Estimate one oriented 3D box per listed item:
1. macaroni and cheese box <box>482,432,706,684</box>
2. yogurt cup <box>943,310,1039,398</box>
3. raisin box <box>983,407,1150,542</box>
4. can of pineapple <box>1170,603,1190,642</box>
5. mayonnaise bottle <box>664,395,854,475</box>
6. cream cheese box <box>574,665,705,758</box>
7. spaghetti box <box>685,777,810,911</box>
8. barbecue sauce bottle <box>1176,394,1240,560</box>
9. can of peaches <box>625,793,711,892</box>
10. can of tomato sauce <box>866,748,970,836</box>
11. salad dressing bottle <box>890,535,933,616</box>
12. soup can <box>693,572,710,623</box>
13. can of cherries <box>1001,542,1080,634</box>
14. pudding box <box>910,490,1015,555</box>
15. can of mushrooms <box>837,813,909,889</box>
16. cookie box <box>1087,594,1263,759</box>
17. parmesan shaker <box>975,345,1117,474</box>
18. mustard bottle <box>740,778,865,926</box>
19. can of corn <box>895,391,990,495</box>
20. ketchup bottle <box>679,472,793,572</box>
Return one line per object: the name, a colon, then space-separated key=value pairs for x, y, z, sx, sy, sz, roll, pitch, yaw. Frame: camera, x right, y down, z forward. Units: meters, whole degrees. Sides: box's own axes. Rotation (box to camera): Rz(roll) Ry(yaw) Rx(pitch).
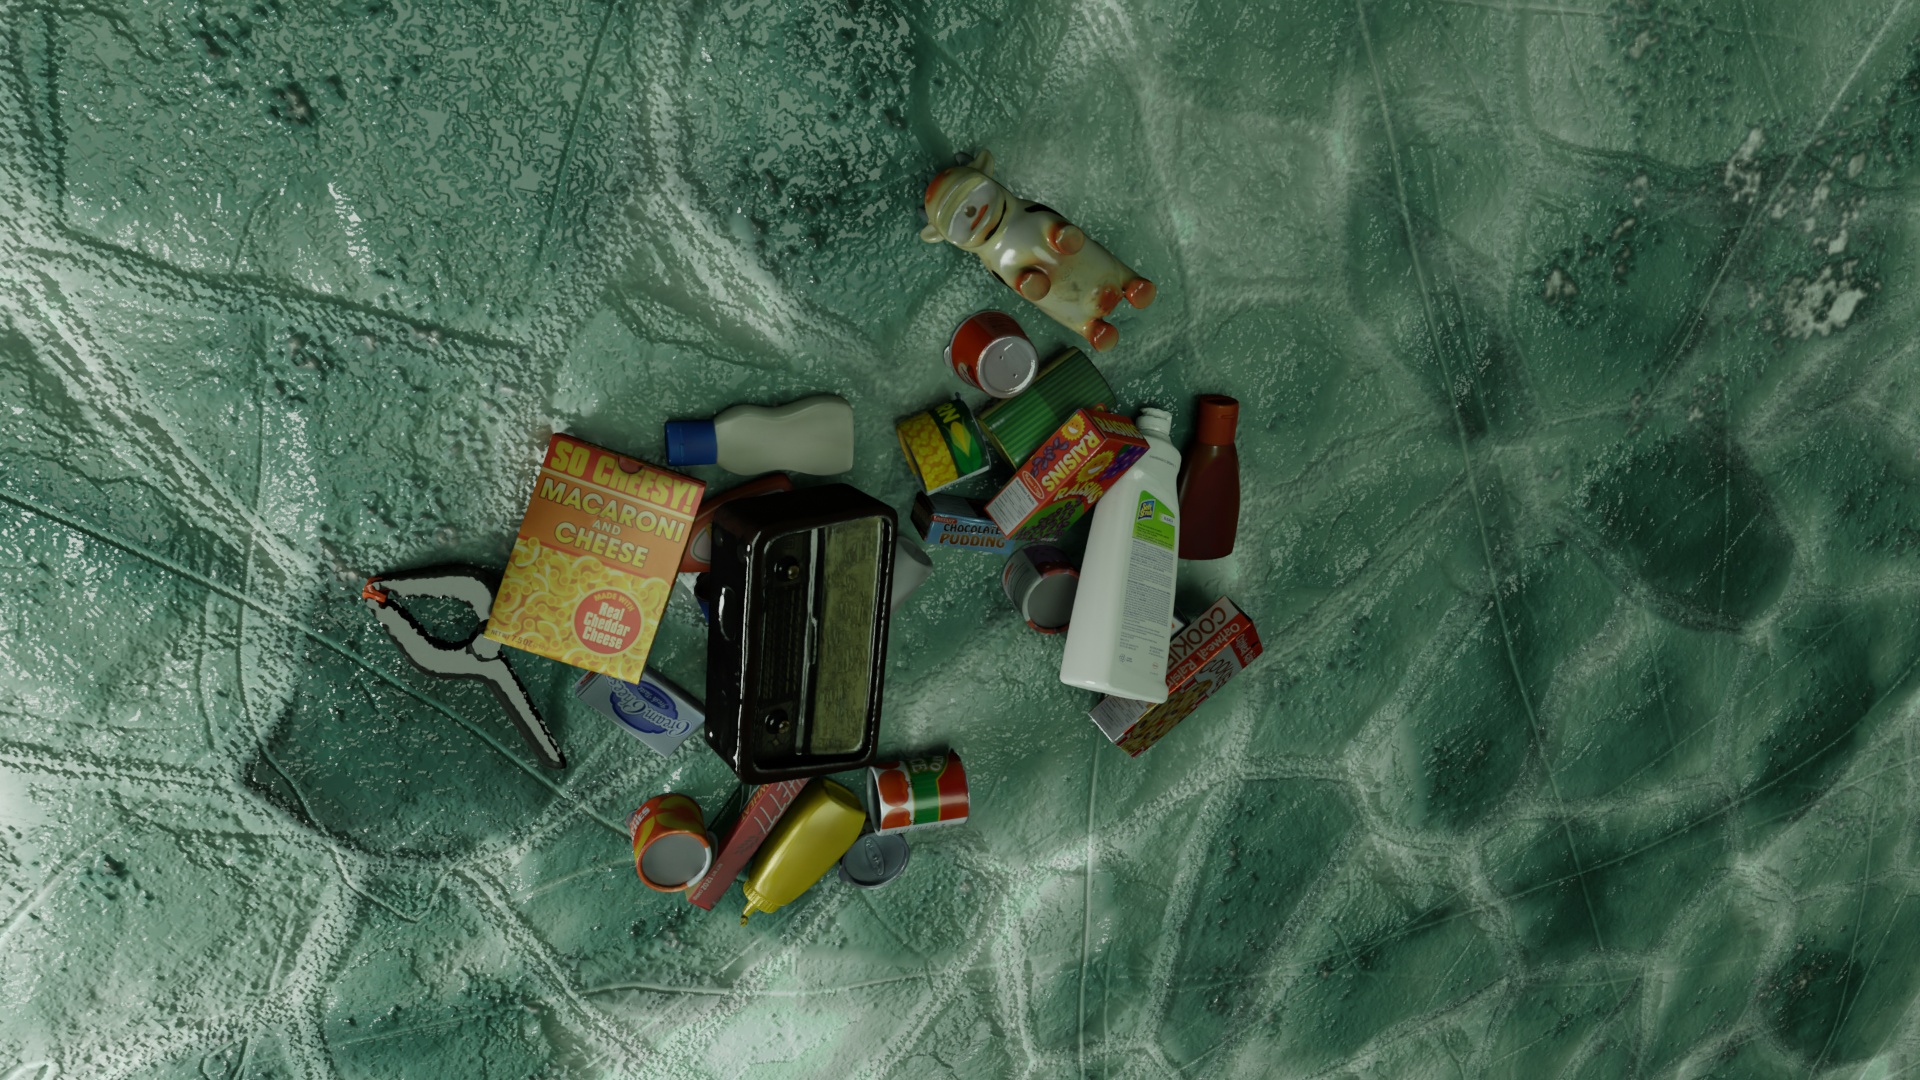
macaroni and cheese box: x=-0.281 y=0.014 z=1.080 sx=0.124 sy=0.040 sz=0.166 roll=19 pitch=91 yaw=-11
yogurt cup: x=0.030 y=-0.151 z=1.145 sx=0.072 sy=0.054 sz=0.072 roll=-8 pitch=115 yaw=-17
raisin box: x=0.090 y=-0.053 z=1.162 sx=0.123 sy=0.040 sz=0.086 roll=-45 pitch=156 yaw=23
can of pineapple: x=0.169 y=0.074 z=1.286 sx=0.071 sy=0.071 sz=0.057 roll=38 pitch=104 yaw=-29
mayonnaise bottle: x=-0.161 y=-0.082 z=1.118 sx=0.148 sy=0.041 sz=0.064 roll=-4 pitch=113 yaw=-16
cream cheese box: x=-0.271 y=0.137 z=1.187 sx=0.053 sy=0.024 sz=0.103 roll=-45 pitch=119 yaw=5
spaghetti box: x=-0.169 y=0.220 z=1.245 sx=0.028 sy=0.050 sz=0.249 roll=31 pitch=100 yaw=-29
barbecue sauce bottle: x=0.226 y=-0.057 z=1.261 sx=0.065 sy=0.044 sz=0.148 roll=-4 pitch=114 yaw=-18
can of peaches: x=-0.259 y=0.268 z=1.230 sx=0.071 sy=0.058 sz=0.071 roll=-8 pitch=116 yaw=-16
can of tomato sauce: x=-0.040 y=0.233 z=1.287 sx=0.083 sy=0.071 sz=0.071 roll=-6 pitch=115 yaw=-16
salad dressing bottle: x=-0.086 y=0.062 z=1.199 sx=0.044 sy=0.064 sz=0.147 roll=40 pitch=104 yaw=-10
soup can: x=-0.179 y=0.065 z=1.165 sx=0.071 sy=0.071 sz=0.083 roll=-23 pitch=119 yaw=-8
can of cherries: x=0.080 y=0.043 z=1.246 sx=0.071 sy=0.058 sz=0.071 roll=-7 pitch=115 yaw=-15
pudding box: x=0.004 y=-0.015 z=1.199 sx=0.084 sy=0.050 sz=0.030 roll=8 pitch=112 yaw=-22
can of mushrooms: x=-0.086 y=0.295 z=1.316 sx=0.071 sy=0.033 sz=0.070 roll=-8 pitch=116 yaw=-16
cookie box: x=0.206 y=0.132 z=1.305 sx=0.167 sy=0.040 sz=0.122 roll=-41 pitch=157 yaw=2
parmesan shaker: x=0.073 y=-0.108 z=1.169 sx=0.103 sy=0.071 sz=0.071 roll=-36 pitch=120 yaw=-1
mustard bottle: x=-0.157 y=0.294 z=1.283 sx=0.065 sy=0.049 sz=0.160 roll=37 pitch=98 yaw=-28
can of corn: x=-0.016 y=-0.080 z=1.155 sx=0.058 sy=0.071 sz=0.071 roll=-24 pitch=119 yaw=-7
ketchup bottle: x=-0.202 y=-0.003 z=1.137 sx=0.149 sy=0.043 sz=0.064 roll=-20 pitch=112 yaw=-9
